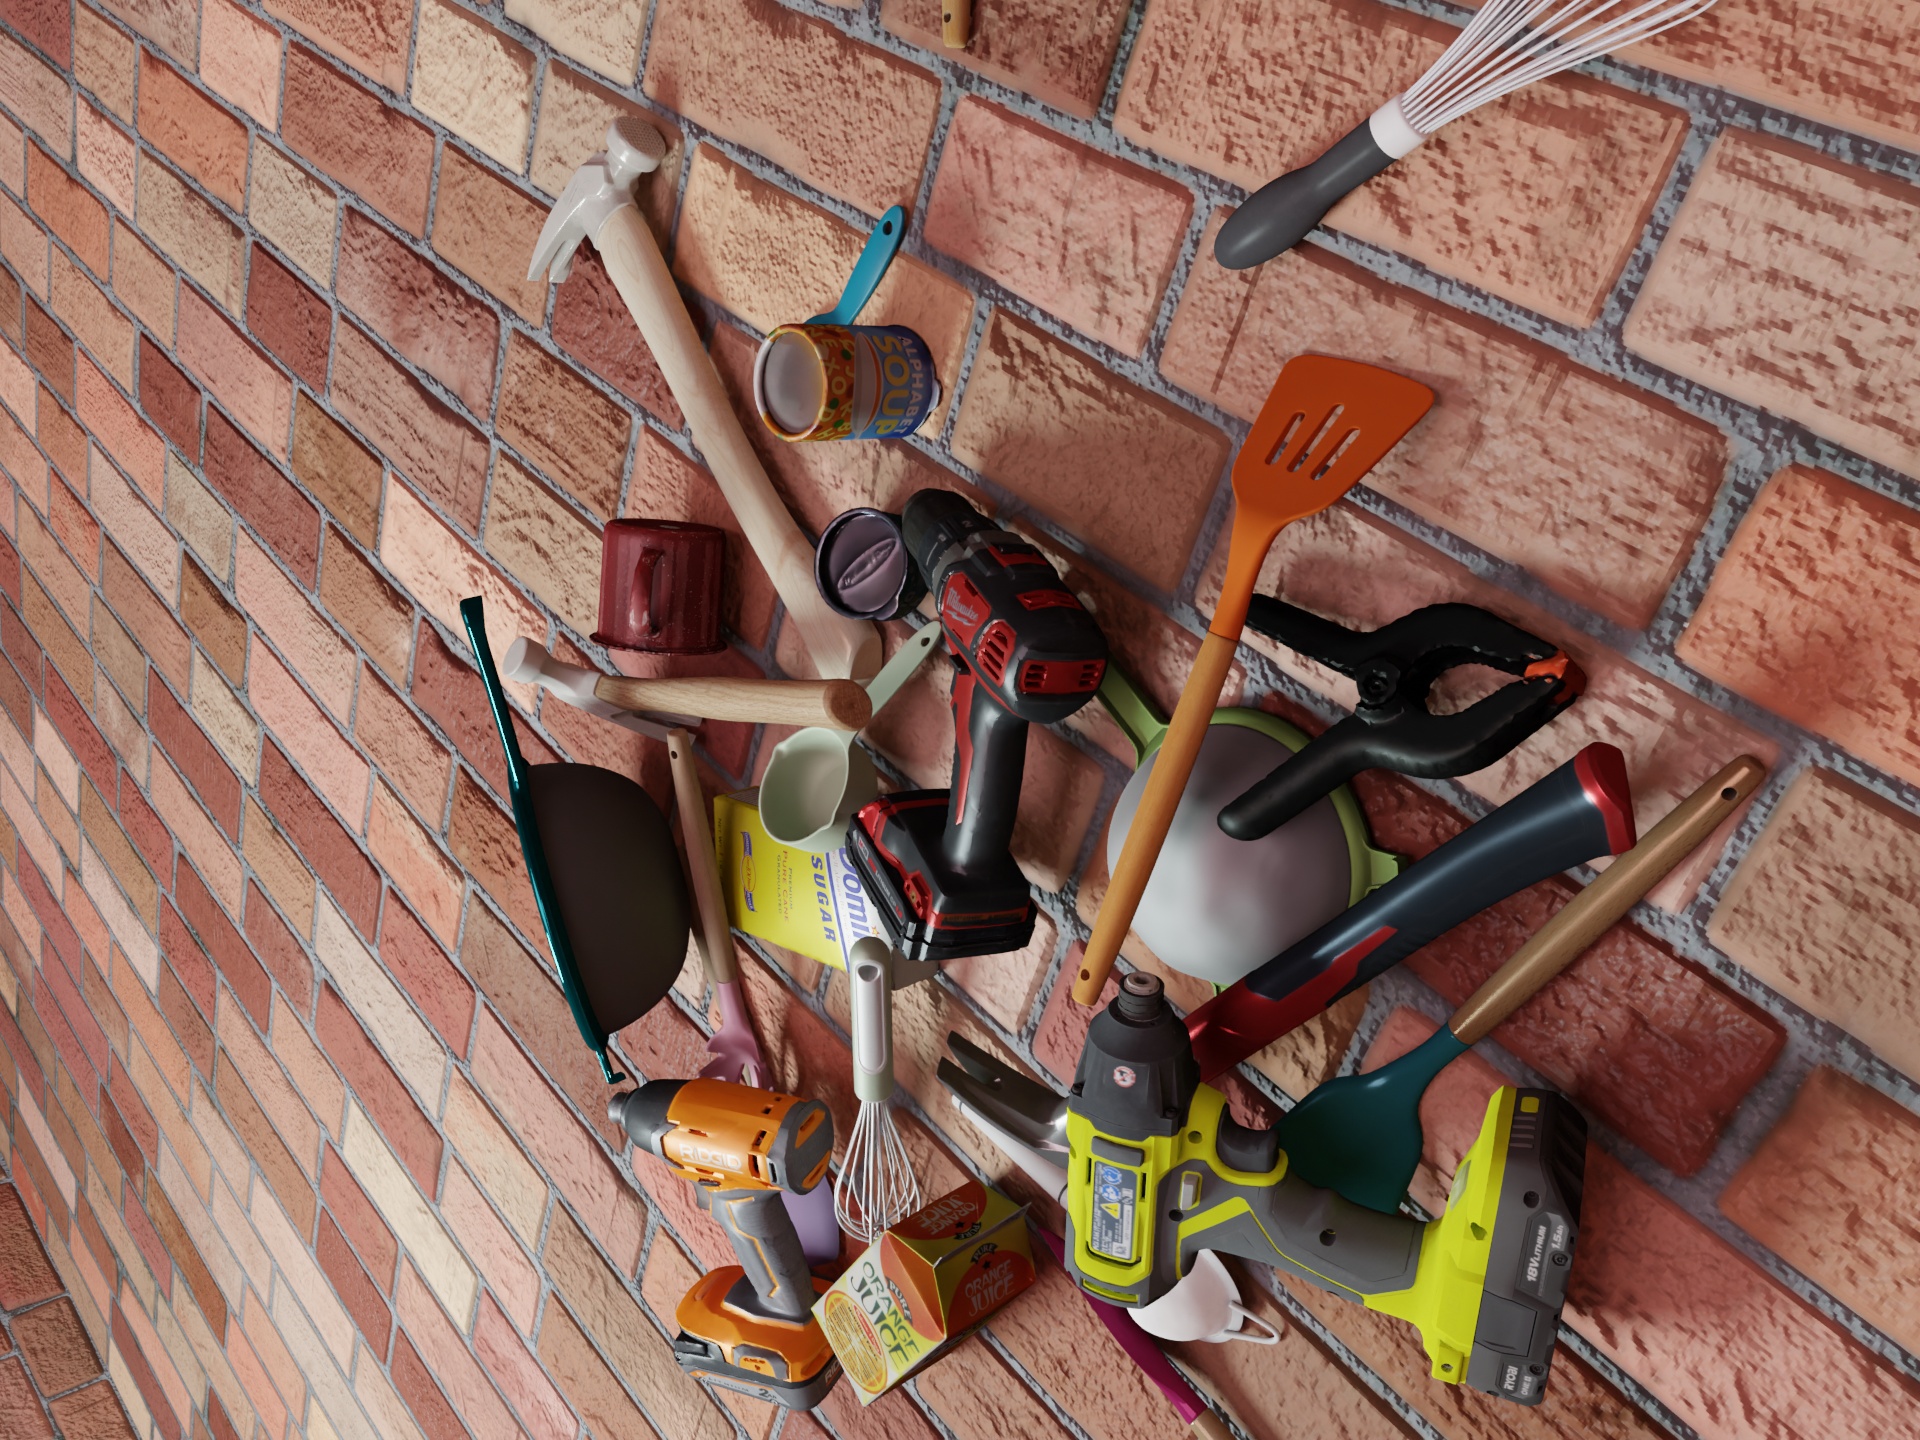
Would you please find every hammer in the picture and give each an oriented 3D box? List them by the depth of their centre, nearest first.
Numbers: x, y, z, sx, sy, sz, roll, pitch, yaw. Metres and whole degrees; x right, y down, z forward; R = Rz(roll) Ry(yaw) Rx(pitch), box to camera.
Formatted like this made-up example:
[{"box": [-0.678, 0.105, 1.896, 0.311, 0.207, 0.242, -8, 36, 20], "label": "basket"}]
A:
[{"box": [0.141, 0.117, 0.738, 0.143, 0.038, 0.386, 34, 132, -11], "label": "hammer"}, {"box": [-0.164, -0.014, 1.010, 0.331, 0.130, 0.031, 4, 70, 50], "label": "hammer"}, {"box": [-0.167, -0.190, 1.045, 0.146, 0.038, 0.411, -40, 72, 39], "label": "hammer"}]

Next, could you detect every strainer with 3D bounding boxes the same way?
[{"box": [0.096, 0.031, 0.811, 0.256, 0.069, 0.151, 55, 132, 20], "label": "strainer"}, {"box": [0.070, 0.282, 0.919, 0.259, 0.050, 0.086, 35, 137, 39], "label": "strainer"}, {"box": [-0.247, 0.060, 1.069, 0.211, 0.095, 0.340, -123, 21, -56], "label": "strainer"}]

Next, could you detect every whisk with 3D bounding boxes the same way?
[{"box": [0.206, -0.261, 0.648, 0.284, 0.070, 0.070, -28, 79, 50], "label": "whisk"}, {"box": [-0.054, 0.239, 1.000, 0.058, 0.059, 0.246, 1, 118, 3], "label": "whisk"}]

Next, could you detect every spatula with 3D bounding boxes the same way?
[{"box": [0.240, 0.131, 0.708, 0.082, 0.044, 0.317, 36, 125, 5], "label": "spatula"}, {"box": [0.119, -0.015, 0.736, 0.081, 0.041, 0.322, 28, 103, 41], "label": "spatula"}, {"box": [-0.152, 0.239, 1.148, 0.060, 0.018, 0.316, -27, 80, 35], "label": "spatula"}]

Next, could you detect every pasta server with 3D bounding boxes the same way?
[{"box": [-0.166, 0.154, 1.067, 0.060, 0.040, 0.316, 5, 116, 25], "label": "pasta server"}]

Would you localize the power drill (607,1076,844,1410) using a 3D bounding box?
[{"box": [-0.158, 0.346, 1.088, 0.164, 0.084, 0.226, 5, 114, 26], "label": "power drill"}]

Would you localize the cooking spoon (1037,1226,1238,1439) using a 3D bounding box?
[{"box": [0.149, 0.402, 0.870, 0.017, 0.068, 0.319, -41, 66, -6], "label": "cooking spoon"}]

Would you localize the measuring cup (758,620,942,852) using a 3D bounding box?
[{"box": [-0.056, 0.010, 0.971, 0.167, 0.038, 0.083, -50, 46, 9], "label": "measuring cup"}]

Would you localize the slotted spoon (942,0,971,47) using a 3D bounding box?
[{"box": [0.003, -0.513, 0.812, 0.070, 0.031, 0.313, 19, 114, 43], "label": "slotted spoon"}]

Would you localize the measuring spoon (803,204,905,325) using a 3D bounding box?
[{"box": [-0.069, -0.254, 0.946, 0.042, 0.021, 0.128, 56, 133, 21], "label": "measuring spoon"}]

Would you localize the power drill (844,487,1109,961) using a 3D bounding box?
[{"box": [-0.001, -0.003, 0.874, 0.188, 0.080, 0.226, -125, 41, -49], "label": "power drill"}]

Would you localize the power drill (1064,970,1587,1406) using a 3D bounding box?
[{"box": [0.157, 0.207, 0.719, 0.223, 0.080, 0.171, 10, 116, 20], "label": "power drill"}]
